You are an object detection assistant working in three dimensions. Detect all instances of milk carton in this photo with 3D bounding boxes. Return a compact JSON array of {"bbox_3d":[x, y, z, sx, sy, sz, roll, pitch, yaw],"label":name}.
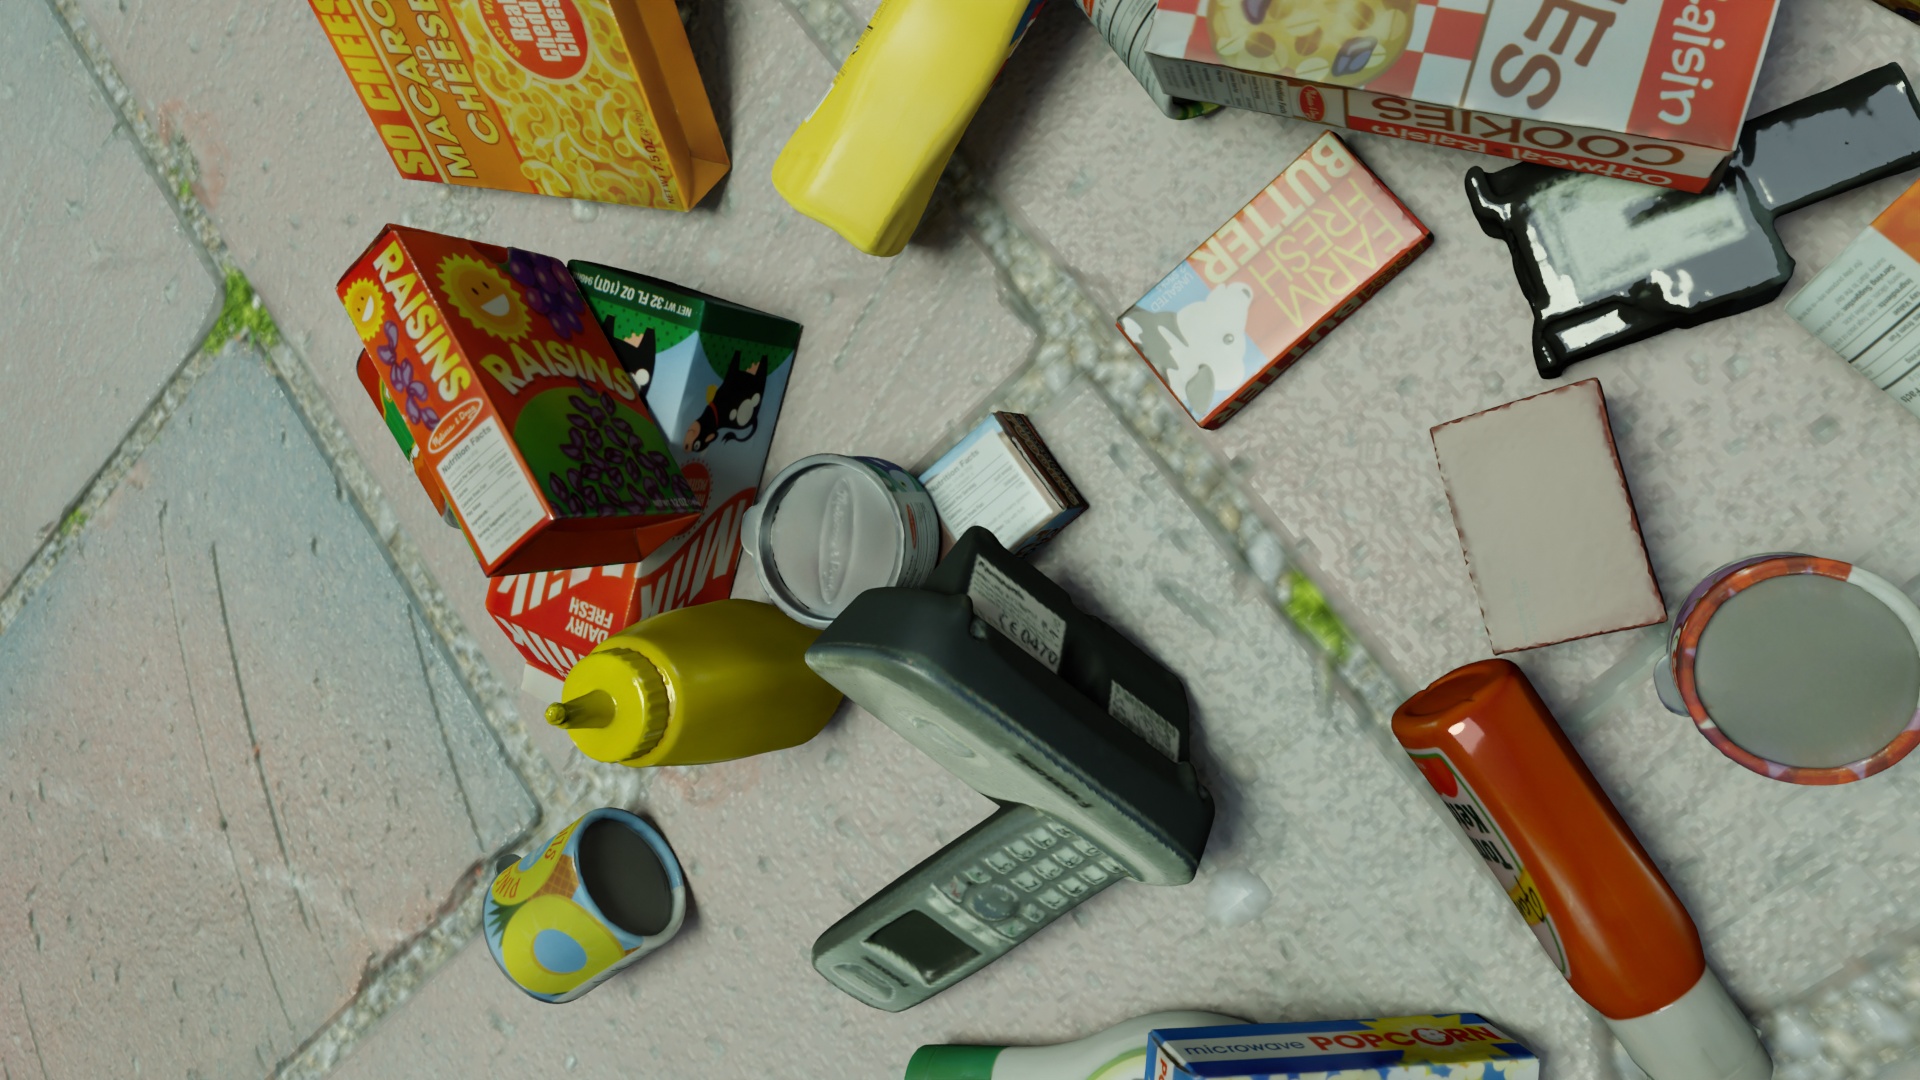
[{"bbox_3d":[-0.138,-0.013,0.585,0.072,0.073,0.190,21,99,23],"label":"milk carton"}]

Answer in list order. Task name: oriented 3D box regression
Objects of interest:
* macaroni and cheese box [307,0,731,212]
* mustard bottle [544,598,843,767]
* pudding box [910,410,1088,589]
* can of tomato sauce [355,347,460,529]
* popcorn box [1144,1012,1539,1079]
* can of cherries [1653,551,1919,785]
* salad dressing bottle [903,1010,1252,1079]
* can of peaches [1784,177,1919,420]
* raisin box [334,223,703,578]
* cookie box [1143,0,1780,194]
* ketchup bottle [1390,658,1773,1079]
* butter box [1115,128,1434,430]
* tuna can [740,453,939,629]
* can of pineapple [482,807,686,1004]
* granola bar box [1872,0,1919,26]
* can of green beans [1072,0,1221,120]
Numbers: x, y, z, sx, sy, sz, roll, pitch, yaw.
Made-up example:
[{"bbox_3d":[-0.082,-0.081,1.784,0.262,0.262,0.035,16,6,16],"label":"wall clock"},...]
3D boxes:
[{"bbox_3d":[-0.192,-0.208,0.589,0.166,0.040,0.123,12,140,24],"label":"macaroni and cheese box"},{"bbox_3d":[-0.103,0.056,0.523,0.065,0.160,0.048,28,104,23],"label":"mustard bottle"},{"bbox_3d":[0.002,-0.007,0.545,0.083,0.030,0.050,-40,76,20],"label":"pudding box"},{"bbox_3d":[-0.222,-0.057,0.625,0.071,0.071,0.083,-39,76,20],"label":"can of tomato sauce"},{"bbox_3d":[0.121,0.203,0.450,0.127,0.038,0.085,3,92,-16],"label":"popcorn box"},{"bbox_3d":[0.248,0.038,0.418,0.071,0.058,0.071,0,91,24],"label":"can of cherries"},{"bbox_3d":[0.051,0.209,0.517,0.147,0.044,0.064,-9,90,25],"label":"salad dressing bottle"},{"bbox_3d":[0.286,-0.074,0.397,0.058,0.071,0.071,47,108,17],"label":"can of peaches"},{"bbox_3d":[-0.158,-0.050,0.505,0.040,0.086,0.123,-37,77,23],"label":"raisin box"},{"bbox_3d":[0.153,-0.182,0.411,0.167,0.040,0.123,16,91,17],"label":"cookie box"},{"bbox_3d":[0.198,0.109,0.442,0.043,0.064,0.149,-34,85,2],"label":"ketchup bottle"},{"bbox_3d":[0.111,-0.092,0.498,0.103,0.024,0.053,-41,74,19],"label":"butter box"},{"bbox_3d":[-0.046,0.000,0.531,0.071,0.033,0.071,0,91,25],"label":"tuna can"},{"bbox_3d":[-0.163,0.156,0.602,0.057,0.071,0.071,-35,77,20],"label":"can of pineapple"},{"bbox_3d":[0.306,-0.217,0.399,0.166,0.039,0.124,41,107,19],"label":"granola bar box"},{"bbox_3d":[0.082,-0.192,0.487,0.071,0.071,0.058,-39,76,20],"label":"can of green beans"}]
